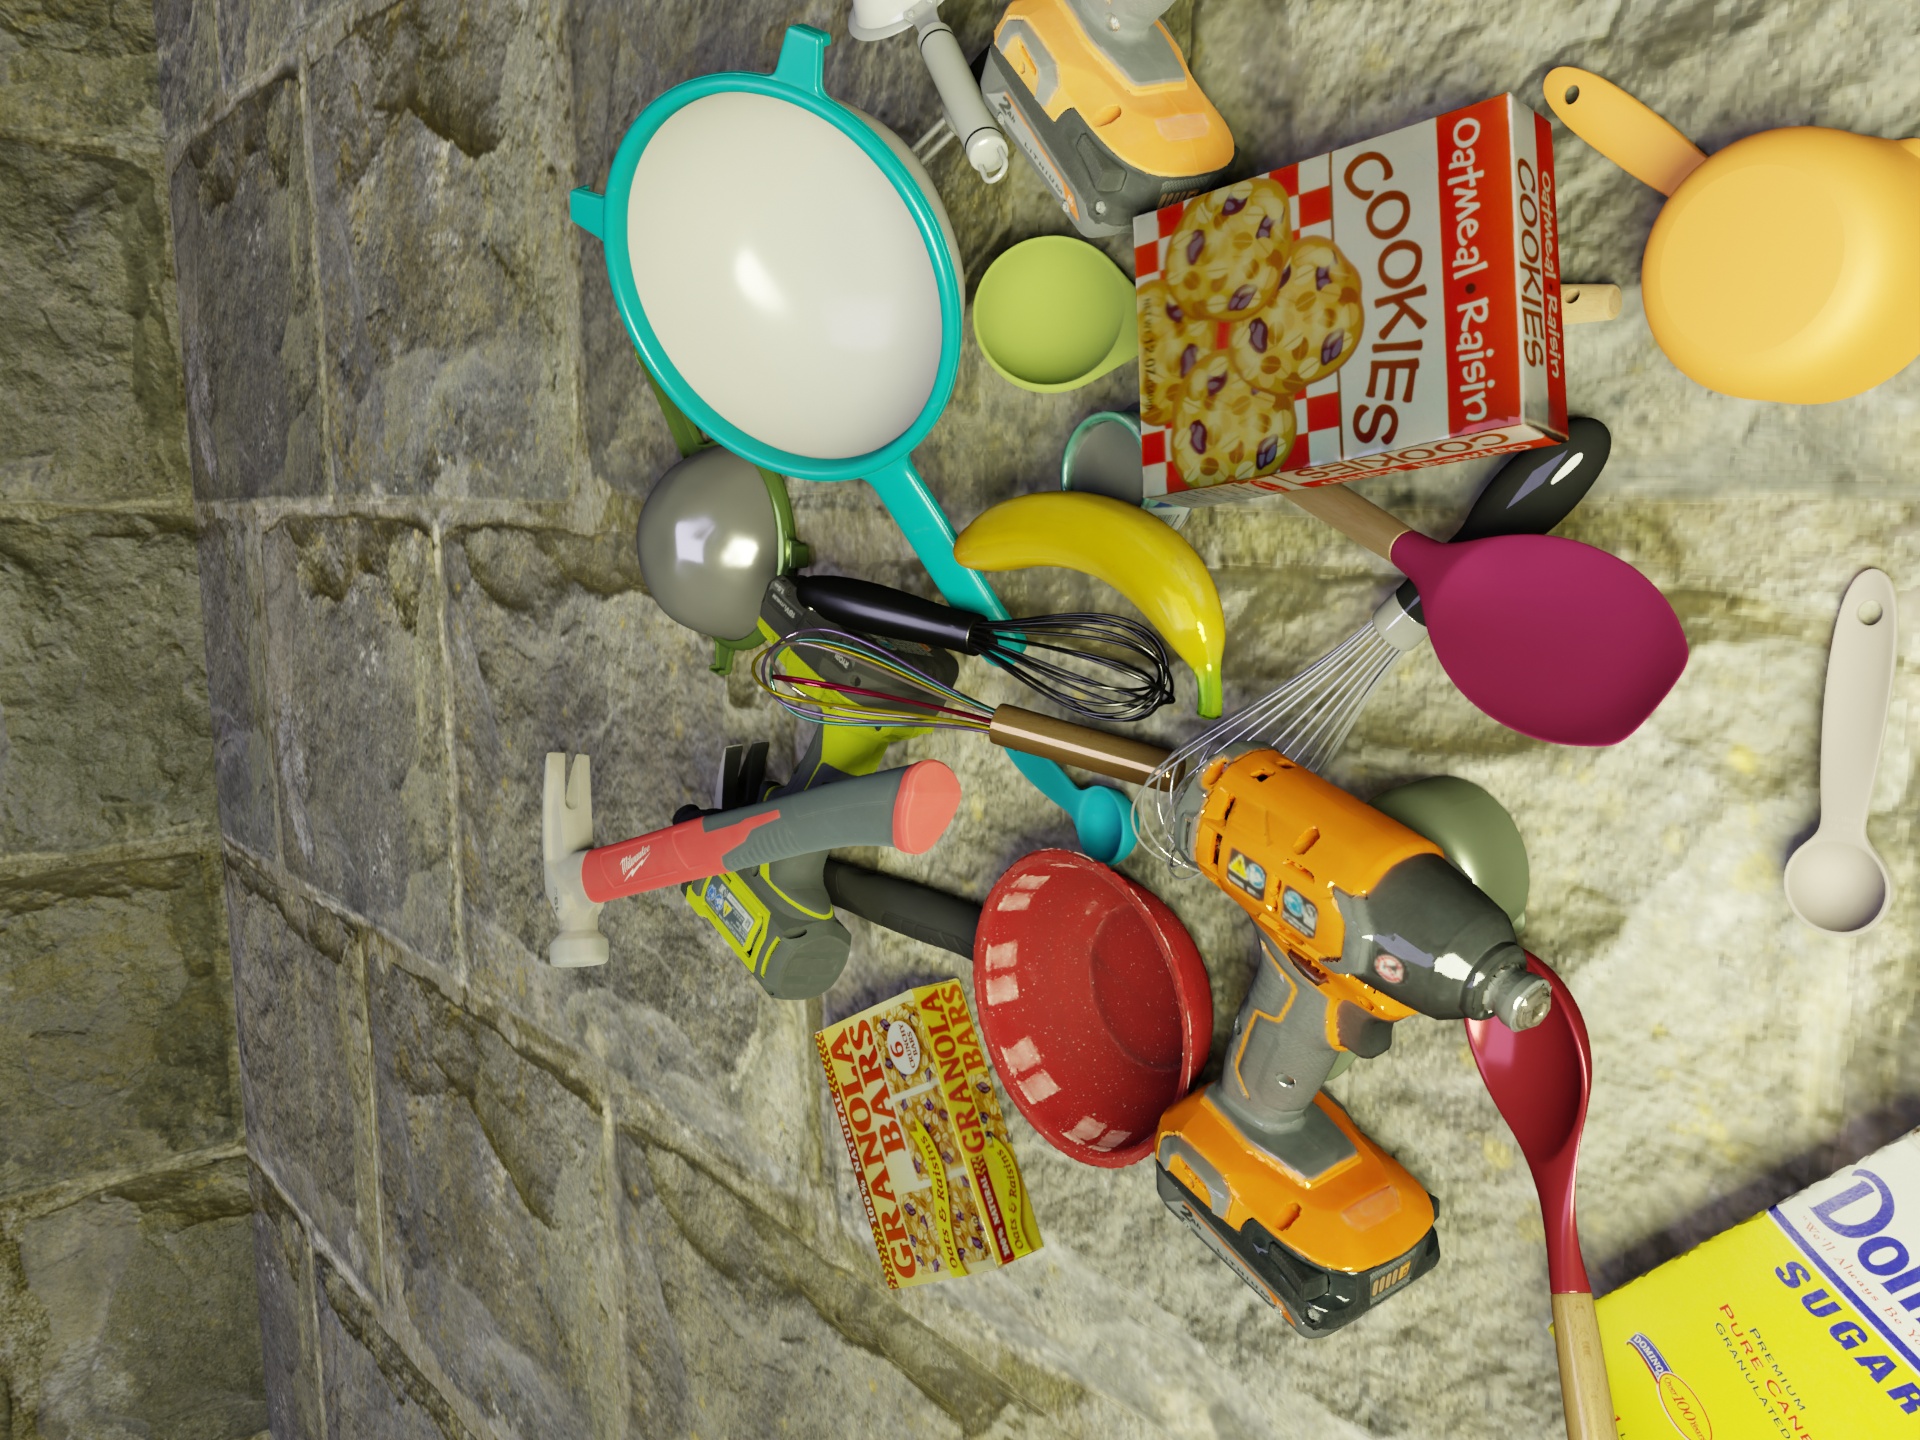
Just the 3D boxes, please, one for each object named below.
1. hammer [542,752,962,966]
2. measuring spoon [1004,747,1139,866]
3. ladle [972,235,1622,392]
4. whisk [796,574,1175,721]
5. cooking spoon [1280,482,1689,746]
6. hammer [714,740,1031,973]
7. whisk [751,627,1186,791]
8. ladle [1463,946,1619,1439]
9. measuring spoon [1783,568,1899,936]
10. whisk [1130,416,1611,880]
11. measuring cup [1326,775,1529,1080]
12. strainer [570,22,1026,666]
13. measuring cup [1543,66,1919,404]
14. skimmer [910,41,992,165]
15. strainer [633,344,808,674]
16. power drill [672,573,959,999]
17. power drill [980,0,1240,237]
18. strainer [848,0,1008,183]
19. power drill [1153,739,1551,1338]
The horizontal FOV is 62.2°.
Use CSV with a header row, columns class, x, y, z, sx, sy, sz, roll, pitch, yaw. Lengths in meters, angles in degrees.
class,x,y,z,sx,sy,sz,roll,pitch,yaw
hammer,-0.140,0.056,0.929,0.386,0.038,0.143,-17,74,46
measuring spoon,0.060,0.034,0.854,0.129,0.021,0.042,45,130,51
ladle,0.128,-0.181,0.695,0.320,0.062,0.078,13,87,48
whisk,0.006,-0.045,0.835,0.239,0.055,0.055,16,110,31
cooking spoon,0.164,-0.079,0.641,0.068,0.017,0.319,-54,37,10
hammer,-0.063,0.103,1.004,0.335,0.035,0.146,11,105,51
whisk,-0.002,-0.001,0.827,0.245,0.047,0.051,16,101,21
ladle,0.227,0.236,0.579,0.069,0.031,0.316,123,148,-64
measuring spoon,0.303,0.011,0.536,0.034,0.018,0.124,10,97,51
whisk,0.166,-0.022,0.673,0.284,0.070,0.070,-52,56,38
measuring cup,0.180,0.099,0.685,0.083,0.038,0.167,47,129,37
strainer,-0.042,-0.188,0.851,0.211,0.095,0.340,-17,114,40
measuring cup,0.248,-0.178,0.539,0.174,0.052,0.095,54,134,29
skimmer,-0.023,-0.293,0.892,0.363,0.090,0.127,-32,72,39
strainer,-0.200,-0.166,1.107,0.151,0.069,0.256,-46,62,46
power drill,-0.102,0.032,0.968,0.171,0.080,0.223,41,114,42
power drill,0.106,-0.304,0.649,0.185,0.084,0.226,58,148,20
strainer,-0.014,-0.350,0.806,0.087,0.050,0.259,-32,51,18
power drill,0.154,0.139,0.649,0.164,0.084,0.226,36,135,46
